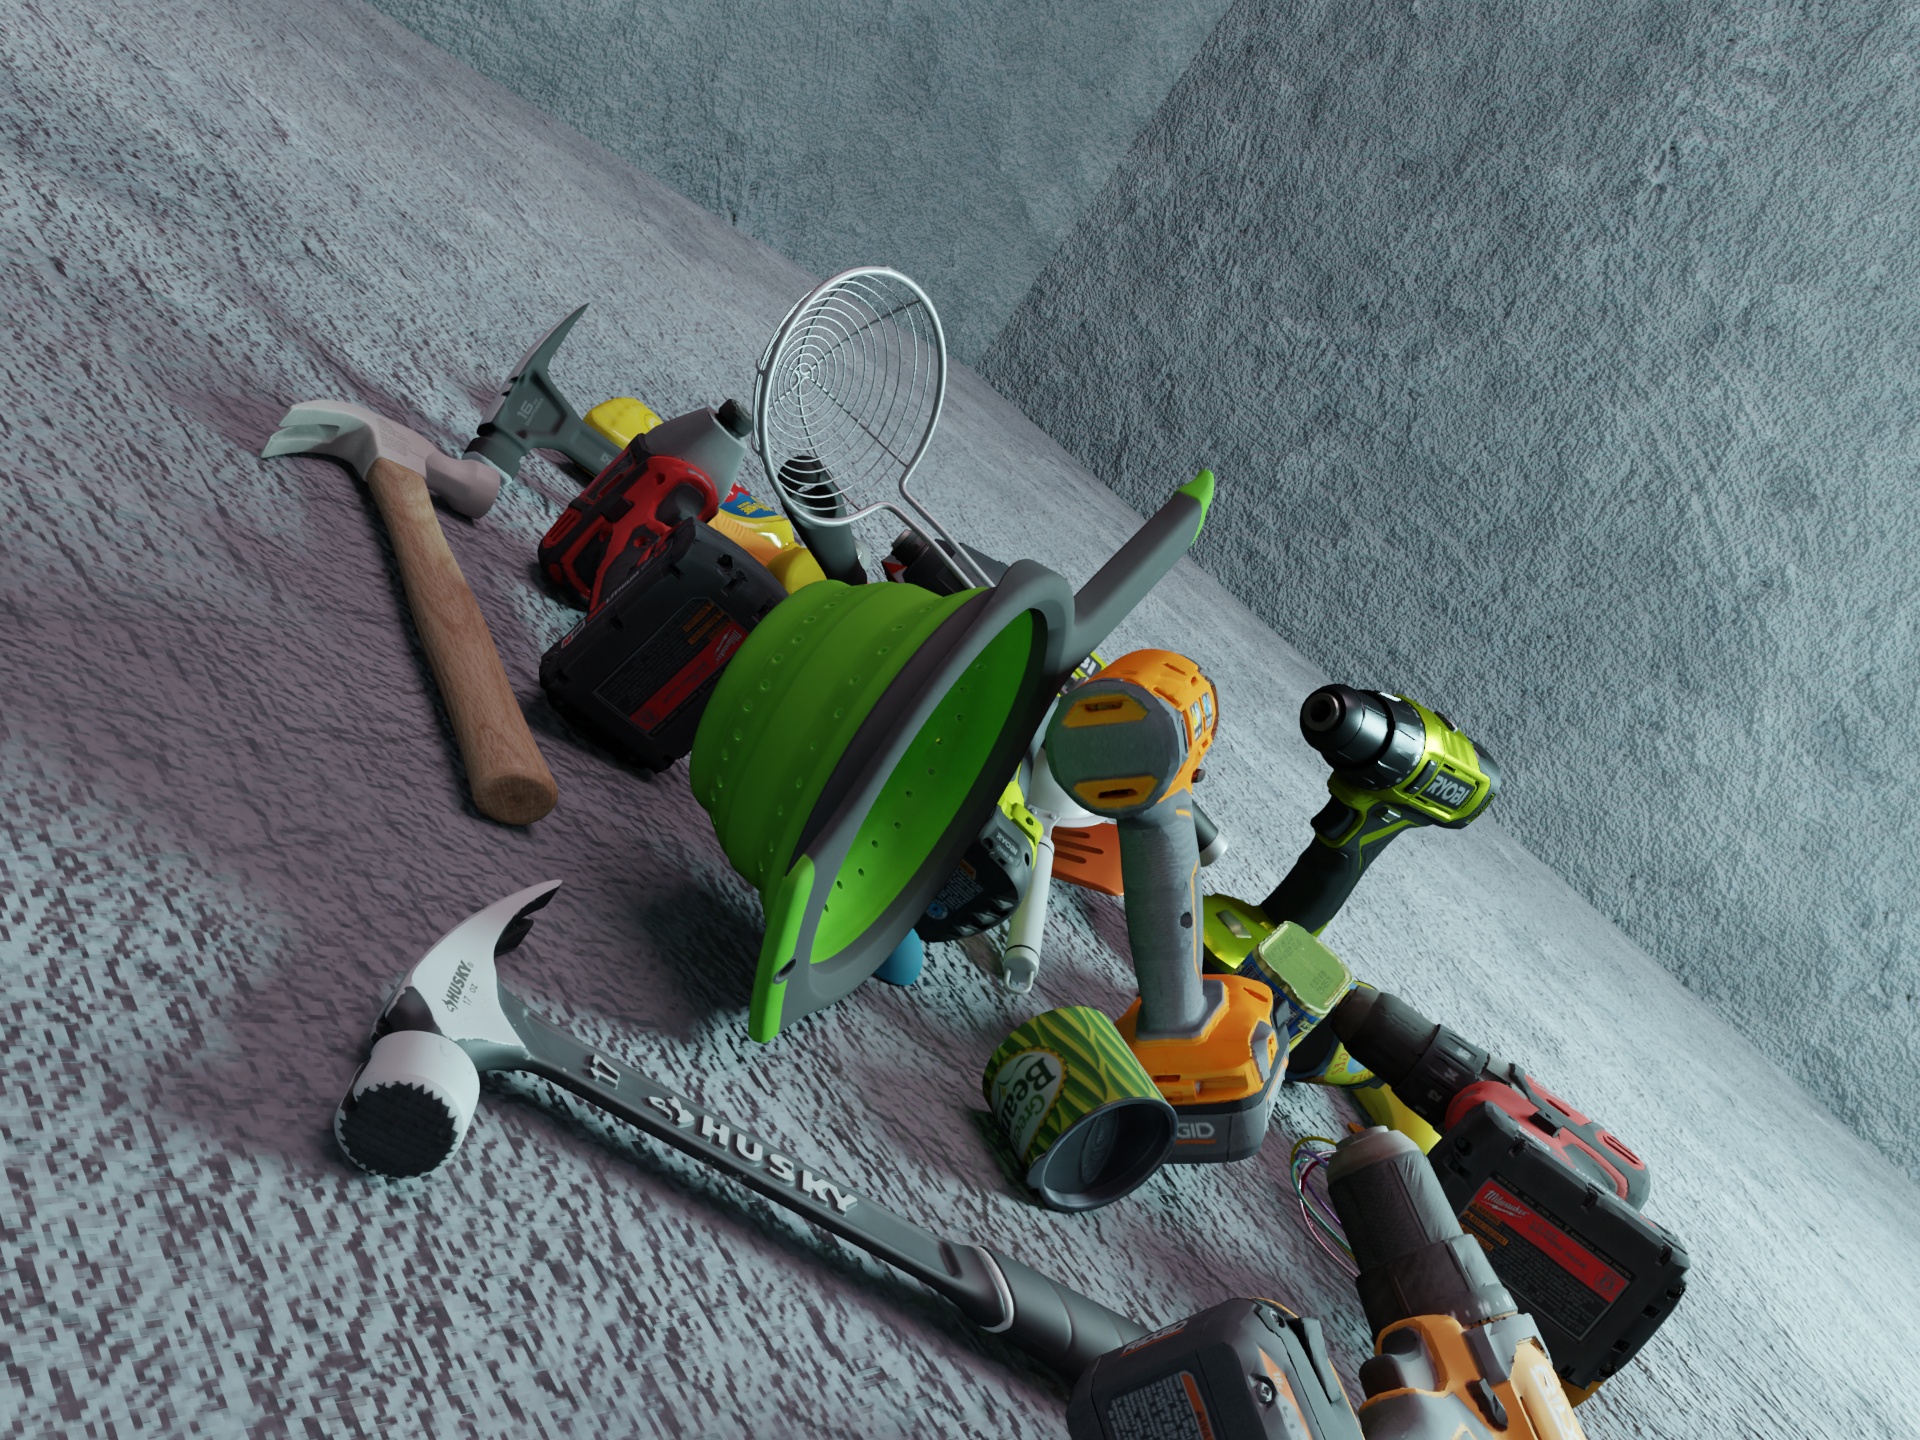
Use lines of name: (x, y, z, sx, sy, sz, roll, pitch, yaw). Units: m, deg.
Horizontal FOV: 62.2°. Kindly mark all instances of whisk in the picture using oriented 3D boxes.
whisk: (-0.064, -0.074, 0.946, 0.073, 0.073, 0.295, 43, -11, 21)
whisk: (0.247, 0.301, 0.769, 0.245, 0.047, 0.051, 48, 17, 24)

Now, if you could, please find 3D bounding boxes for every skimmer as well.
skimmer: (0.032, -0.062, 0.805, 0.363, 0.127, 0.090, 48, -24, -12)

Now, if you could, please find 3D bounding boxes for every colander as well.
colander: (-0.002, -0.033, 0.710, 0.094, 0.204, 0.397, 31, 45, 14)

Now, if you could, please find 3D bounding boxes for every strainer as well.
strainer: (0.047, 0.070, 0.921, 0.087, 0.050, 0.259, 15, 34, -1)

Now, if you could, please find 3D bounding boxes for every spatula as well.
spatula: (-0.035, 0.015, 0.982, 0.322, 0.041, 0.081, 34, 27, -7)

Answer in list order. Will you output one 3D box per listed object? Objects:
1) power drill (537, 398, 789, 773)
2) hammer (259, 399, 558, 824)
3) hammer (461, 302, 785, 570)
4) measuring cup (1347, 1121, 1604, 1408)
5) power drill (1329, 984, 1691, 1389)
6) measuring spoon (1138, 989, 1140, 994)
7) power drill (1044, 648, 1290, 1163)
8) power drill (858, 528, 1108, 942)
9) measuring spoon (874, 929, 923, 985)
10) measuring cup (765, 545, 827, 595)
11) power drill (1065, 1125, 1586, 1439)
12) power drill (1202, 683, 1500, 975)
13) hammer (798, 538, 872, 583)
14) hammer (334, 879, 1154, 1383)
power drill: (-0.151, -0.084, 0.819, 0.078, 0.143, 0.220, 42, 13, -31)
hammer: (-0.249, -0.063, 0.750, 0.130, 0.031, 0.332, 24, 20, -41)
hammer: (-0.150, -0.123, 1.040, 0.336, 0.127, 0.034, 35, -23, -27)
measuring cup: (0.261, 0.285, 0.832, 0.174, 0.052, 0.095, 38, 15, 18)
power drill: (0.268, 0.218, 0.811, 0.188, 0.080, 0.226, 36, 12, 12)
measuring spoon: (0.150, 0.183, 0.963, 0.116, 0.011, 0.021, 26, 36, -27)
power drill: (0.103, 0.078, 0.768, 0.164, 0.084, 0.226, -32, 114, -68)
power drill: (-0.001, -0.003, 0.861, 0.171, 0.080, 0.223, 43, 37, -9)
measuring spoon: (-0.064, 0.076, 0.769, 0.129, 0.021, 0.042, 43, 16, 16)
measuring cup: (-0.139, -0.087, 1.004, 0.156, 0.062, 0.029, 4, -6, -37)
power drill: (0.136, 0.231, 0.541, 0.226, 0.084, 0.186, 13, 48, -46)
power drill: (0.218, 0.080, 0.995, 0.190, 0.228, 0.080, 21, 22, -47)
hammer: (0.021, -0.026, 1.240, 0.359, 0.036, 0.149, 38, 15, 5)
hammer: (-0.009, 0.185, 0.551, 0.408, 0.036, 0.149, 33, 14, -15)
